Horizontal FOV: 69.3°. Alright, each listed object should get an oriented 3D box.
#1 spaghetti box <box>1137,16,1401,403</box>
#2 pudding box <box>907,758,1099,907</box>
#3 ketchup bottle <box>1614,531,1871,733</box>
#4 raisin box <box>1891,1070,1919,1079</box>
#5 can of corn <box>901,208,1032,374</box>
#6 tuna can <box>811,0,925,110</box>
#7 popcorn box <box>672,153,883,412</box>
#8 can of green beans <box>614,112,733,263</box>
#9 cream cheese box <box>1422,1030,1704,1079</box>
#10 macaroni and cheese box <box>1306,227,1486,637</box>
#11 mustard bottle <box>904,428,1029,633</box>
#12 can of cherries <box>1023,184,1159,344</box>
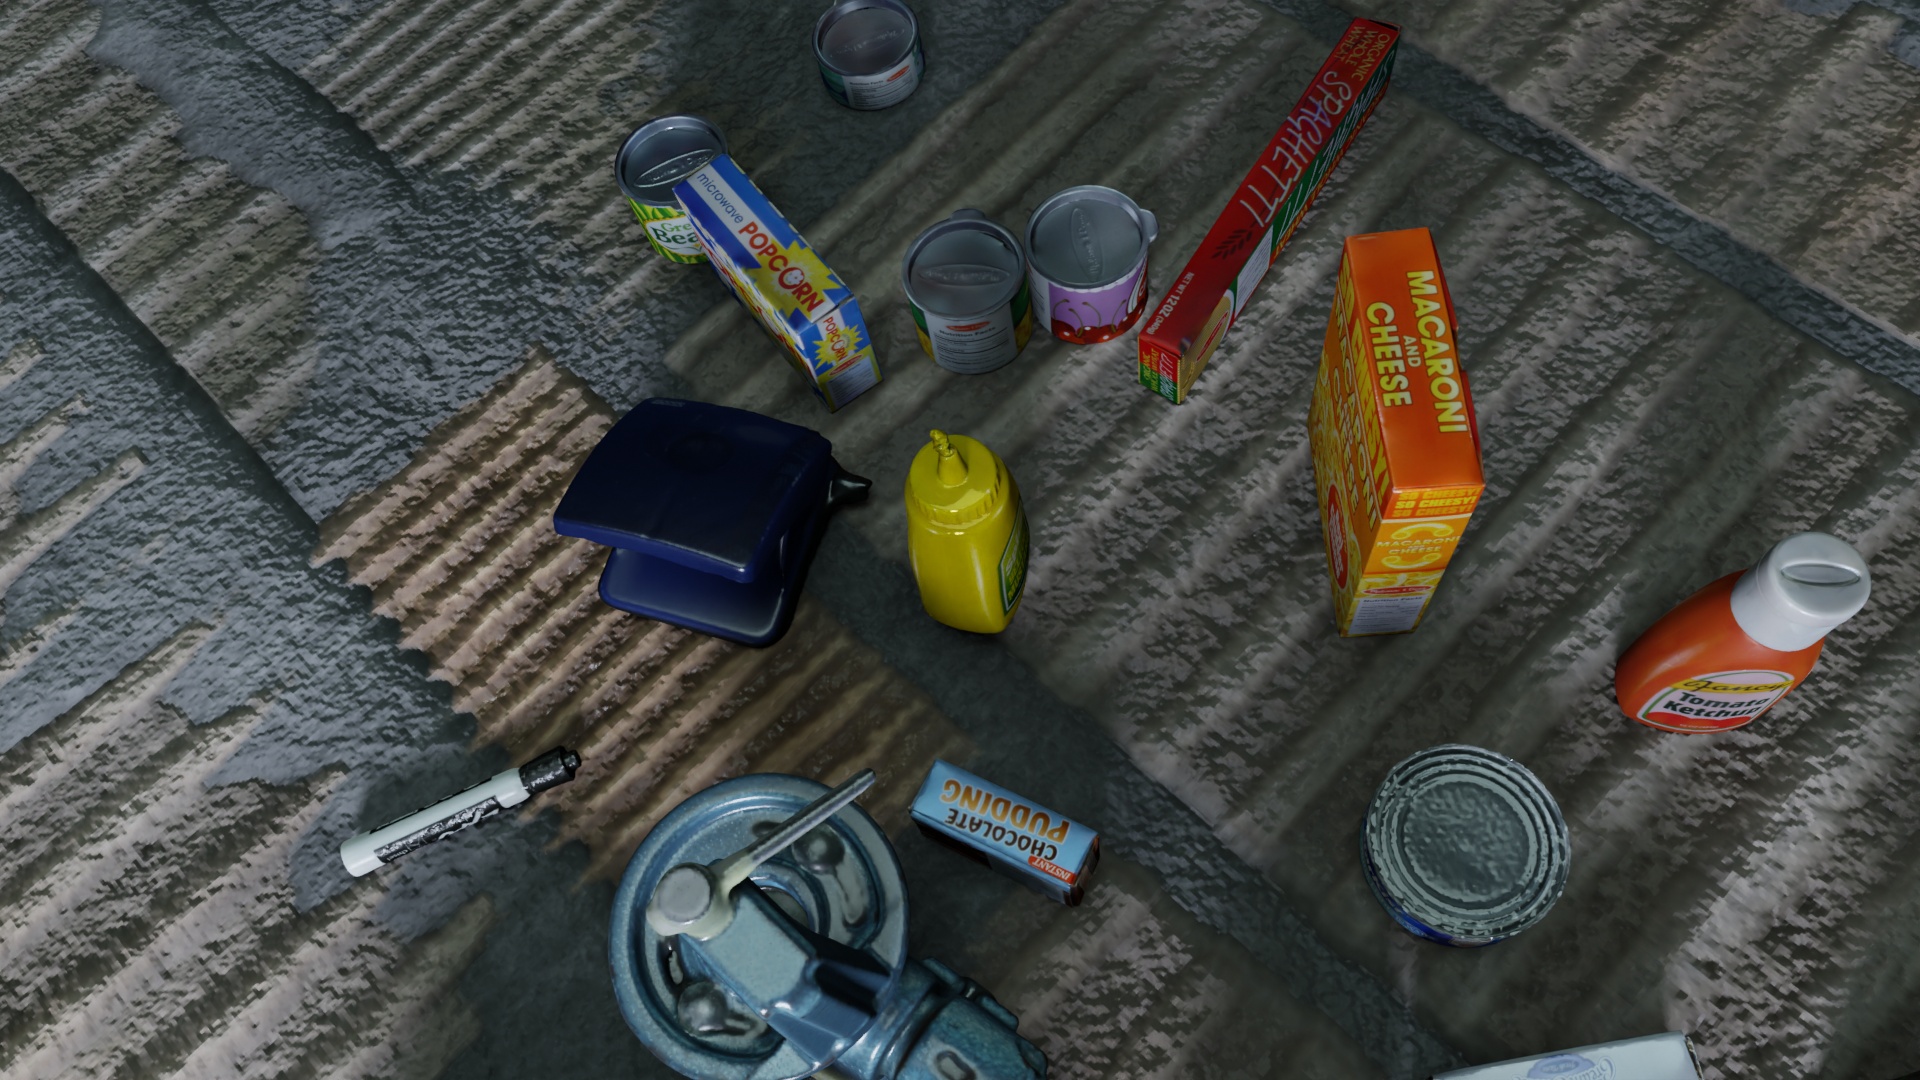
[{"bbox_3d":[0.172,-0.186,0.764,0.029,0.050,0.251,29,72,18],"label":"spaghetti box"},{"bbox_3d":[0.021,0.135,0.637,0.084,0.049,0.030,22,71,16],"label":"pudding box"},{"bbox_3d":[0.330,0.041,0.586,0.065,0.148,0.044,2,66,8],"label":"ketchup bottle"},{"bbox_3d":[0.387,0.213,0.514,0.086,0.123,0.040,-17,65,0],"label":"raisin box"},{"bbox_3d":[0.005,-0.135,0.758,0.071,0.058,0.071,-3,66,6],"label":"can of corn"},{"bbox_3d":[-0.057,-0.302,0.856,0.071,0.032,0.071,-3,65,6],"label":"tuna can"},{"bbox_3d":[-0.099,-0.140,0.758,0.038,0.085,0.127,-36,67,-9],"label":"popcorn box"},{"bbox_3d":[-0.160,-0.204,0.811,0.071,0.057,0.071,-3,66,6],"label":"can of green beans"},{"bbox_3d":[0.240,0.223,0.567,0.104,0.053,0.024,-11,65,2],"label":"cream cheese box"},{"bbox_3d":[0.193,-0.043,0.632,0.040,0.166,0.124,-5,65,5],"label":"macaroni and cheese box"},{"bbox_3d":[0.002,-0.008,0.644,0.049,0.159,0.065,11,68,12],"label":"mustard bottle"},{"bbox_3d":[0.072,-0.149,0.756,0.071,0.058,0.072,-3,66,6],"label":"can of cherries"}]
